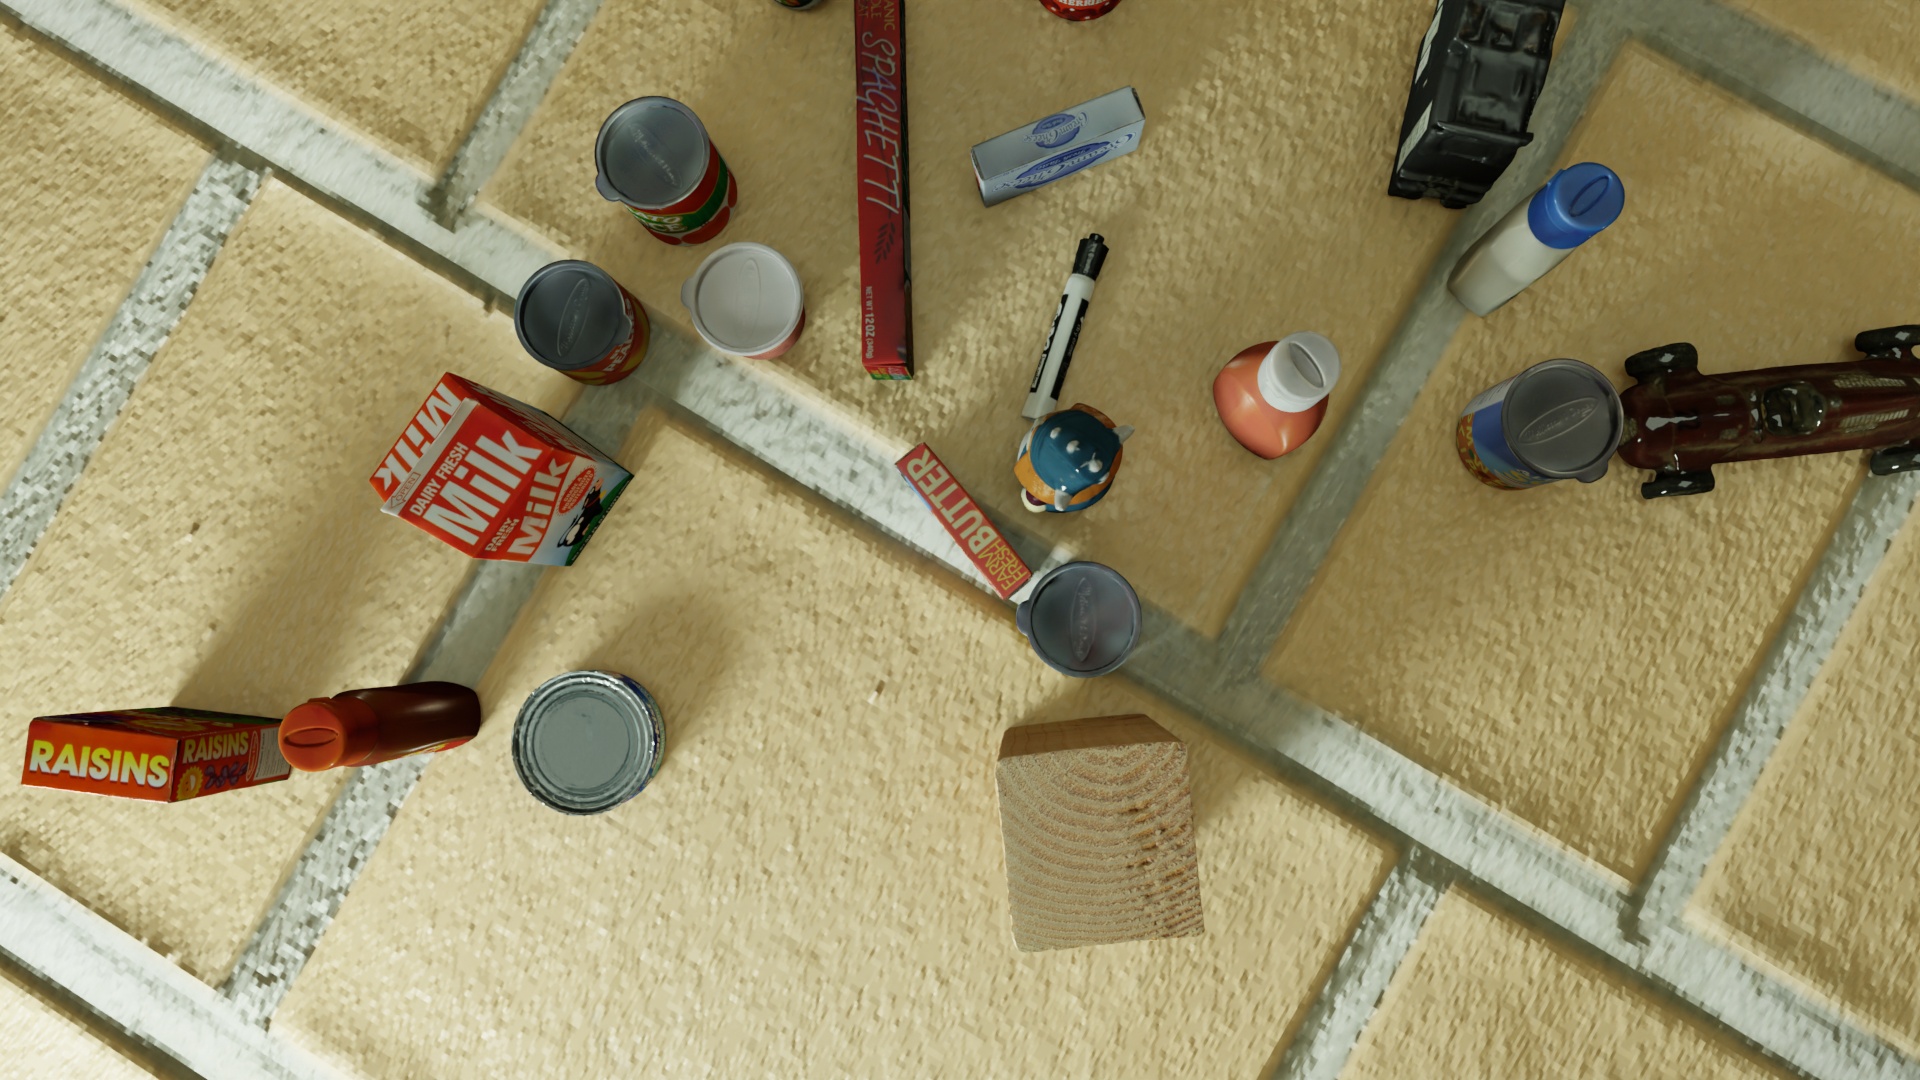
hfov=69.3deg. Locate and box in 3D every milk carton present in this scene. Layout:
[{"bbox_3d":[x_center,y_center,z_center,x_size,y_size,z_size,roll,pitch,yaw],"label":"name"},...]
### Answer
[{"bbox_3d":[-0.255,-0.037,0.766,0.073,0.190,0.072,35,89,4],"label":"milk carton"}]

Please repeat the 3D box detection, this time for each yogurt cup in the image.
[{"bbox_3d":[-0.125,-0.140,0.837,0.072,0.054,0.072,0,86,2],"label":"yogurt cup"}]

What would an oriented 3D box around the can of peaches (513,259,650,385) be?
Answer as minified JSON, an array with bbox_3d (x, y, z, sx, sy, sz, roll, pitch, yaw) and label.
[{"bbox_3d":[-0.225,-0.129,0.838,0.071,0.058,0.071,0,86,2],"label":"can of peaches"}]

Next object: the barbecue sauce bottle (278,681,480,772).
[{"bbox_3d":[-0.327,0.104,0.780,0.065,0.148,0.043,-5,86,2],"label":"barbecue sauce bottle"}]

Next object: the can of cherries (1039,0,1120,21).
[{"bbox_3d":[0.073,-0.356,0.842,0.071,0.058,0.071,0,86,2],"label":"can of cherries"}]

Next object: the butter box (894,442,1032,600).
[{"bbox_3d":[0.003,-0.010,0.823,0.024,0.053,0.103,-39,85,0],"label":"butter box"}]

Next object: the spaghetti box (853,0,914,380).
[{"bbox_3d":[-0.046,-0.223,0.841,0.029,0.050,0.250,-2,86,2],"label":"spaghetti box"}]

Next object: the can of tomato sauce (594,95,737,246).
[{"bbox_3d":[-0.175,-0.217,0.830,0.071,0.083,0.071,0,86,3],"label":"can of tomato sauce"}]

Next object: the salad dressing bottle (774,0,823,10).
[{"bbox_3d":[-0.105,-0.360,0.805,0.064,0.147,0.044,27,88,4],"label":"salad dressing bottle"}]

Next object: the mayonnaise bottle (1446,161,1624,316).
[{"bbox_3d":[0.320,-0.169,0.773,0.041,0.148,0.065,45,89,4],"label":"mayonnaise bottle"}]

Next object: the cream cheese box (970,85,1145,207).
[{"bbox_3d":[0.058,-0.236,0.836,0.104,0.053,0.024,-21,86,1],"label":"cream cheese box"}]

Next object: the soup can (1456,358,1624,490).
[{"bbox_3d":[0.331,-0.062,0.797,0.071,0.083,0.071,0,86,3],"label":"soup can"}]

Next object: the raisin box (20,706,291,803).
[{"bbox_3d":[-0.454,0.121,0.797,0.086,0.123,0.040,7,87,3],"label":"raisin box"}]

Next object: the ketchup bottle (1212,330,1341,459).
[{"bbox_3d":[0.177,-0.083,0.772,0.043,0.149,0.065,-35,86,0],"label":"ketchup bottle"}]

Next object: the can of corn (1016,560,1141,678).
[{"bbox_3d":[0.068,0.046,0.813,0.071,0.058,0.071,0,86,2],"label":"can of corn"}]
